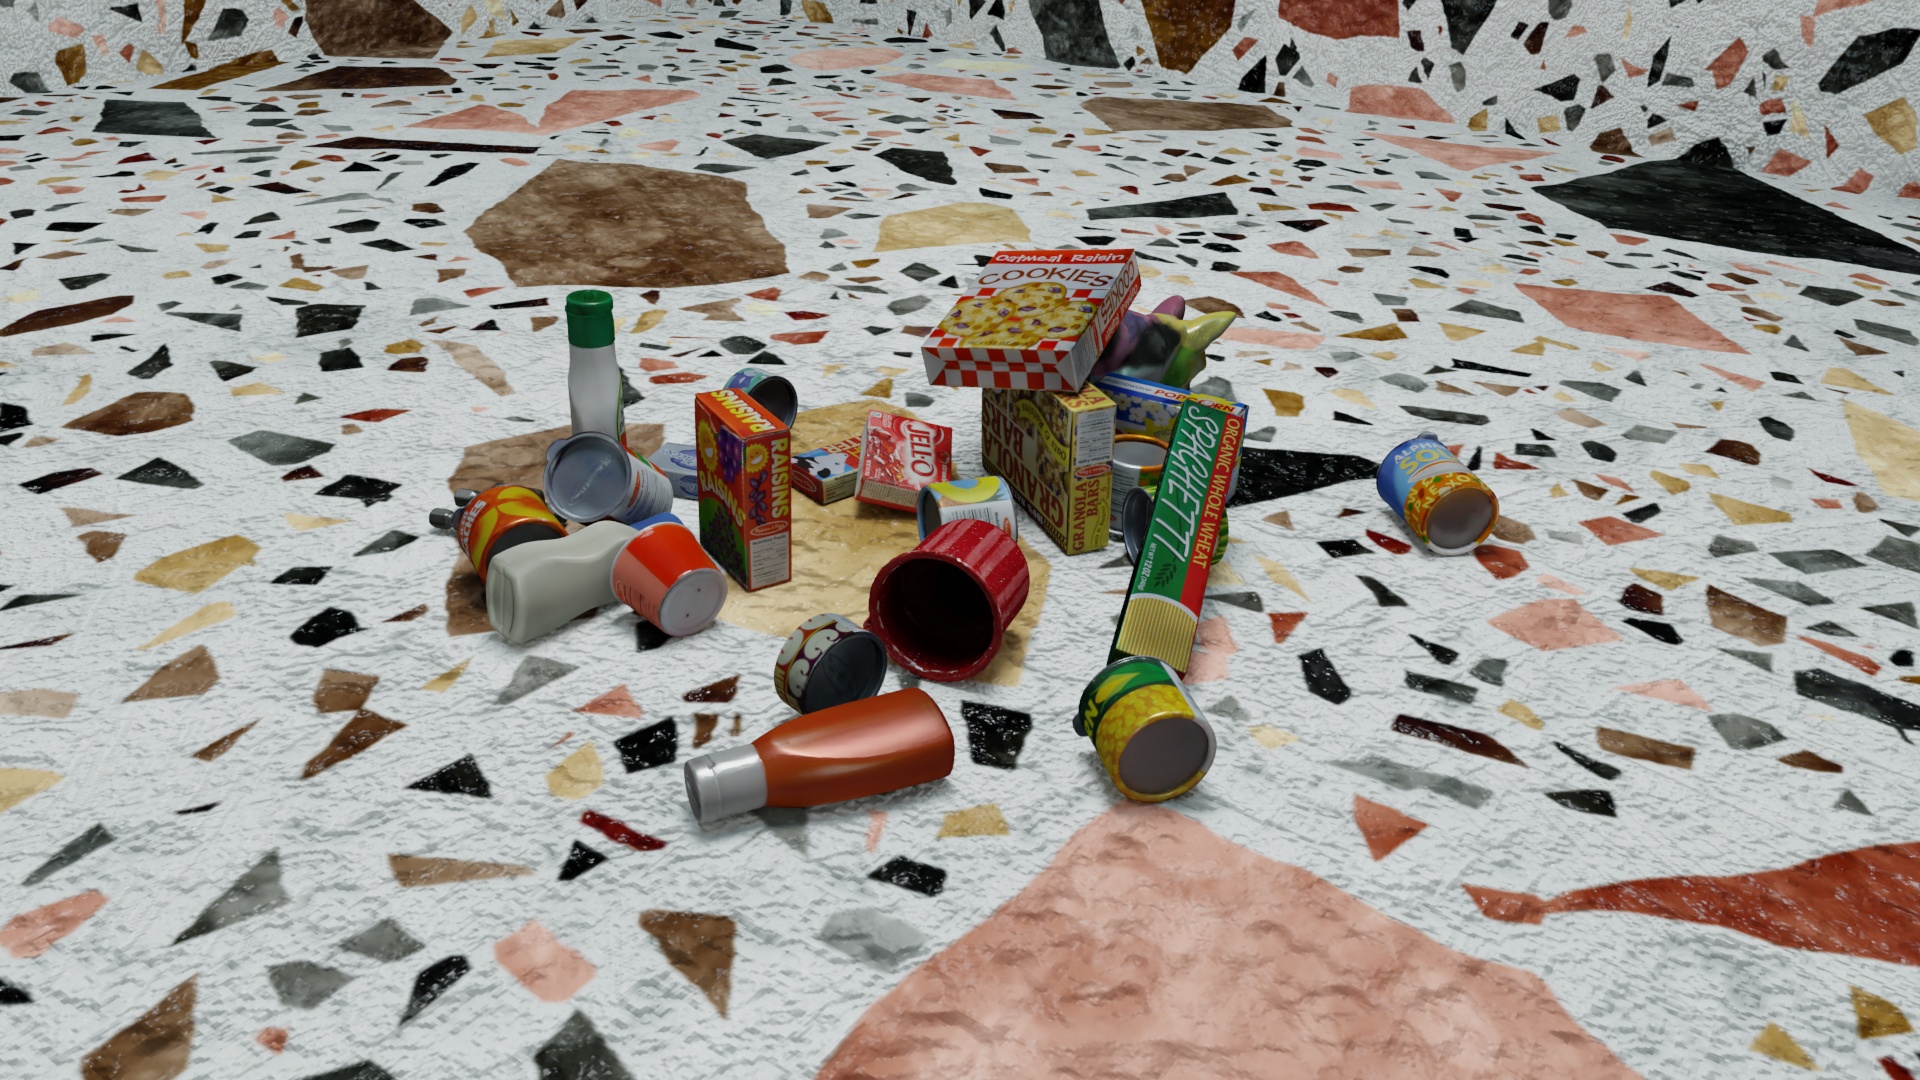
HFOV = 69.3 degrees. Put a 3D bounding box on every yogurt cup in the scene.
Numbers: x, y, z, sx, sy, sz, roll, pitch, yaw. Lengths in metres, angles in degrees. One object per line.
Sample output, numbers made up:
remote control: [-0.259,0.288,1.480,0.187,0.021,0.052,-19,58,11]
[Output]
yogurt cup: [-0.195,0.029,0.943,0.073,0.072,0.054,-21,44,-37]

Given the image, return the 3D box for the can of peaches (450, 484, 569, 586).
can of peaches: [-0.314,0.002,0.974,0.071,0.071,0.058,-15,34,-30]

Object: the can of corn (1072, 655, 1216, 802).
can of corn: [0.108,0.112,0.818,0.071,0.070,0.058,-5,29,-14]

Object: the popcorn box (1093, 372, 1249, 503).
popcorn box: [0.170,-0.084,1.164,0.127,0.084,0.038,17,32,23]

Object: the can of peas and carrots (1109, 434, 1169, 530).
can of peas and carrots: [0.142,-0.048,1.122,0.071,0.058,0.071,3,29,-1]

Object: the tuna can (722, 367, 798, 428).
tuna can: [-0.177,-0.113,1.205,0.033,0.070,0.071,24,35,36]

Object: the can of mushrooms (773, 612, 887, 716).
can of mushrooms: [-0.082,0.082,0.855,0.071,0.070,0.033,-23,38,-39]

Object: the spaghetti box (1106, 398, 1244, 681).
spaghetti box: [0.155,-0.004,0.978,0.050,0.028,0.251,20,51,2]

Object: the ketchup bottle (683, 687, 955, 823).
ketchup bottle: [-0.081,0.125,0.796,0.149,0.043,0.065,-11,31,-24]

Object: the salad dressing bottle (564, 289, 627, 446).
salad dressing bottle: [-0.298,-0.129,1.132,0.044,0.147,0.064,-4,29,-13]

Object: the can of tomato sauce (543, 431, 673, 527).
can of tomato sauce: [-0.258,-0.038,1.018,0.071,0.071,0.083,10,-9,12]

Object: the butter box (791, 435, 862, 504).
butter box: [-0.090,-0.062,1.161,0.104,0.024,0.053,-21,37,-37]

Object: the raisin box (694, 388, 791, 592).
raisin box: [-0.158,-0.038,1.005,0.040,0.122,0.086,-14,33,-30]

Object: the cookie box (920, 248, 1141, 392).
cookie box: [0.059,-0.177,1.098,0.123,0.040,0.168,5,38,24]

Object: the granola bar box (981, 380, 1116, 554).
granola bar box: [0.066,-0.082,1.107,0.039,0.123,0.166,-12,31,-20]

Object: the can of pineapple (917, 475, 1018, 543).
can of pineapple: [0.004,-0.013,1.037,0.058,0.070,0.071,-8,30,-19]

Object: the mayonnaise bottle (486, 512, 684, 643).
mayonnaise bottle: [-0.254,0.018,0.959,0.041,0.064,0.149,28,33,27]

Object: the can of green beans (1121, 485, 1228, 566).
can of green beans: [0.162,-0.010,1.047,0.058,0.071,0.071,-6,30,-18]

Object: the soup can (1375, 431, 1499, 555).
soup can: [0.383,-0.038,1.116,0.071,0.071,0.084,-2,29,-10]

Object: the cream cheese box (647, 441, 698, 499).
cream cheese box: [-0.204,-0.054,1.133,0.104,0.024,0.053,10,29,11]
